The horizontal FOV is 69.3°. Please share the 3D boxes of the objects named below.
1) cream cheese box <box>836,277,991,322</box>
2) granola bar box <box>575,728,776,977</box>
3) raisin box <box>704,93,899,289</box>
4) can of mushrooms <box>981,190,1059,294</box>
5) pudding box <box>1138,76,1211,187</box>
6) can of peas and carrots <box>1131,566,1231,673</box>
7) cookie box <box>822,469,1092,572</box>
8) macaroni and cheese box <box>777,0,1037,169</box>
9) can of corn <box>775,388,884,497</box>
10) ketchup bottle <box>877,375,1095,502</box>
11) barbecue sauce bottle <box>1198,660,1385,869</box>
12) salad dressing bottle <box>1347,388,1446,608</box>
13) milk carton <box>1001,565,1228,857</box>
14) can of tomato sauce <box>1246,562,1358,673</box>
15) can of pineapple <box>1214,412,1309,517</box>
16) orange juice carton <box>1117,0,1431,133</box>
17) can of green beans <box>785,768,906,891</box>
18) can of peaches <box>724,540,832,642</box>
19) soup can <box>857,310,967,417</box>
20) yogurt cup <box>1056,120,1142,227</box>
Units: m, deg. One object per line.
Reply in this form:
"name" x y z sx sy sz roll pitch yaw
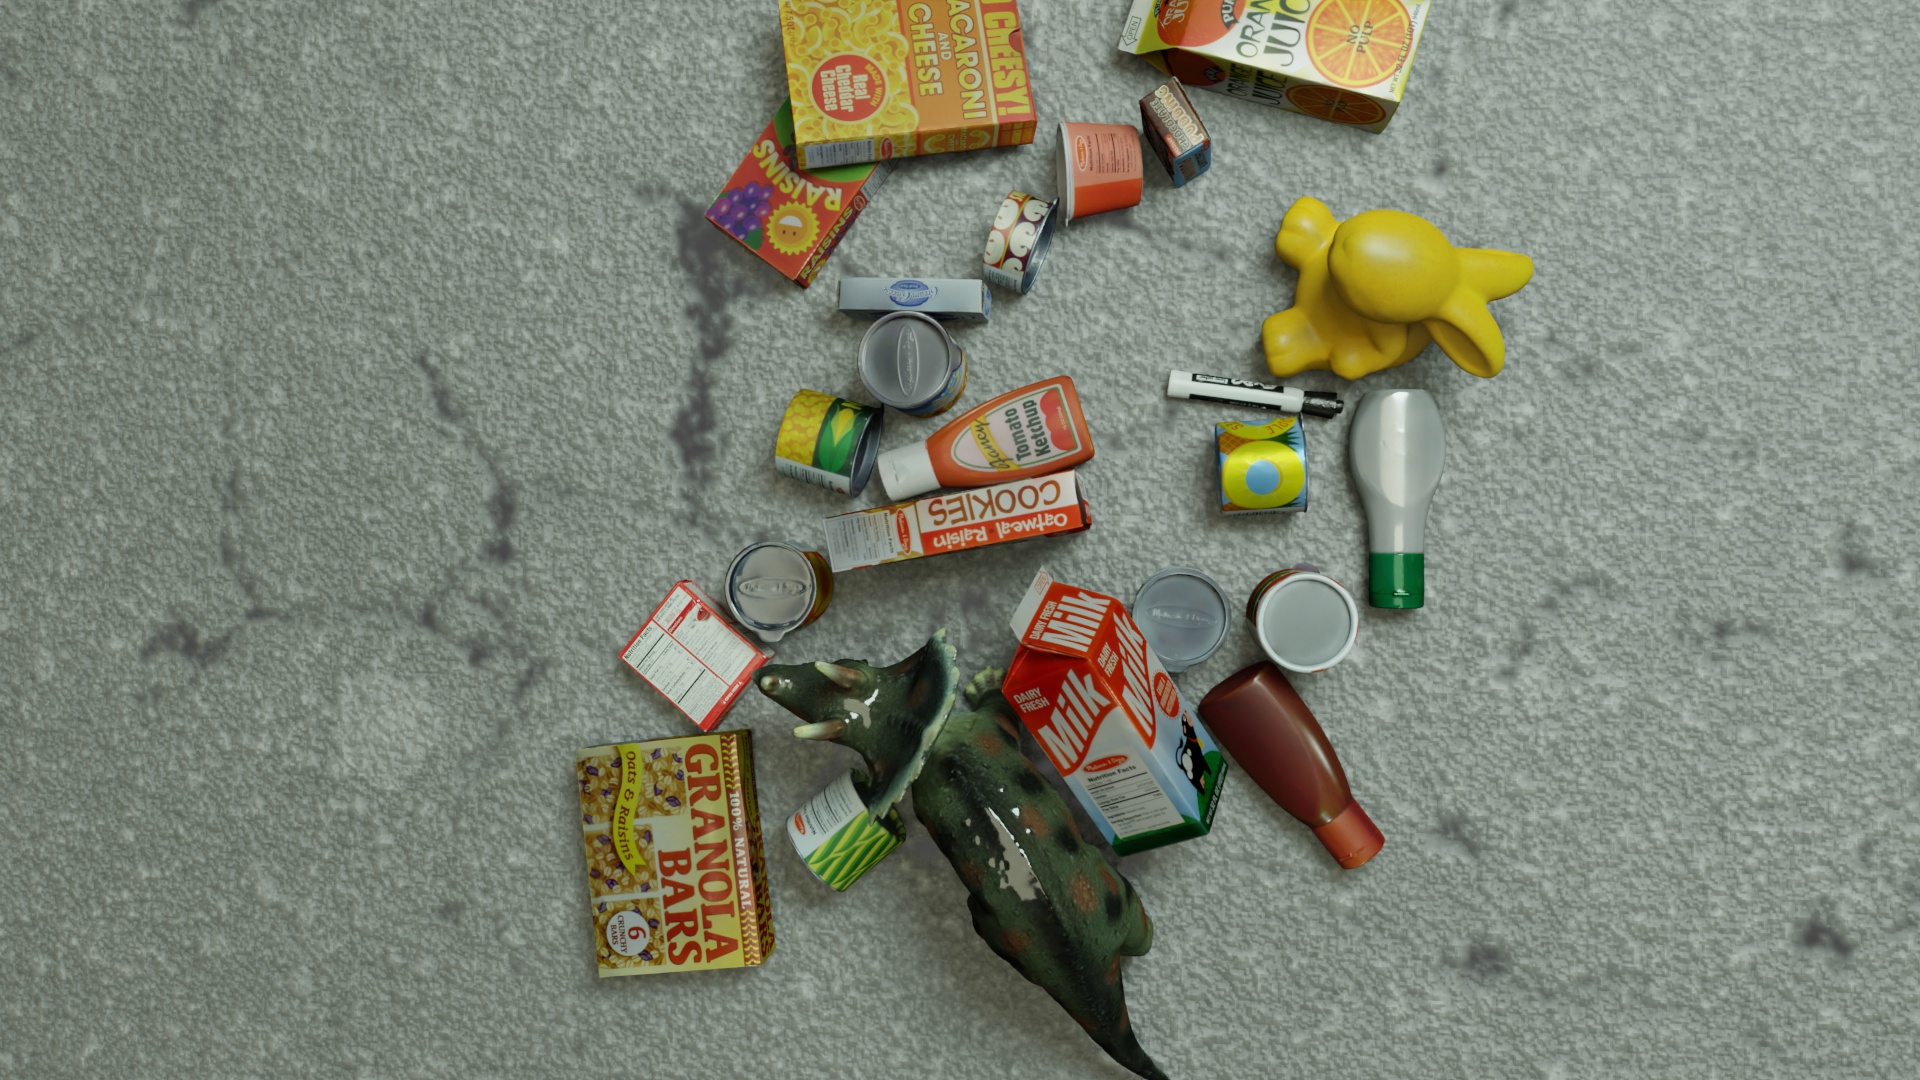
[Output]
"cream cheese box" -0.031 -0.170 0.985 0.104 0.053 0.024 2 92 7
"granola bar box" -0.207 0.226 1.009 0.124 0.039 0.165 -7 88 8
"raisin box" -0.114 -0.257 1.005 0.086 0.040 0.123 36 92 5
"can of mushrooms" 0.042 -0.211 0.970 0.033 0.071 0.071 22 92 8
"pudding box" 0.148 -0.277 0.949 0.030 0.084 0.049 -31 86 9
"can of peas and carrots" 0.151 0.054 0.955 0.071 0.059 0.071 0 90 8
"cookie box" 0.003 -0.012 0.943 0.167 0.123 0.040 -10 89 7
"macaroni and cheese box" -0.038 -0.331 0.969 0.167 0.040 0.124 -8 78 -5
"can of corn" -0.092 -0.072 0.986 0.058 0.071 0.071 16 92 8
"ketchup bottle" 0.017 -0.066 0.983 0.149 0.043 0.064 -17 87 7
"barbecue sauce bottle" 0.230 0.155 0.947 0.148 0.044 0.064 52 133 0
"salad dressing bottle" 0.297 -0.028 0.946 0.064 0.044 0.147 0 90 6
"milk carton" 0.094 0.109 0.915 0.073 0.073 0.190 -24 109 33
"can of tomato sauce" 0.229 0.051 0.933 0.071 0.083 0.071 0 90 8
"can of pineapple" 0.204 -0.052 0.946 0.058 0.071 0.071 -4 89 8
"orange juice carton" 0.210 -0.344 0.946 0.193 0.073 0.071 17 92 8
"can of green beans" -0.080 0.203 0.980 0.058 0.071 0.071 -39 85 5
"can of peaches" -0.129 0.035 0.993 0.071 0.058 0.071 0 90 7
"soup can" -0.029 -0.121 0.969 0.071 0.084 0.071 0 90 7
"yogurt cup" 0.096 -0.258 0.966 0.054 0.072 0.072 -5 89 -1
